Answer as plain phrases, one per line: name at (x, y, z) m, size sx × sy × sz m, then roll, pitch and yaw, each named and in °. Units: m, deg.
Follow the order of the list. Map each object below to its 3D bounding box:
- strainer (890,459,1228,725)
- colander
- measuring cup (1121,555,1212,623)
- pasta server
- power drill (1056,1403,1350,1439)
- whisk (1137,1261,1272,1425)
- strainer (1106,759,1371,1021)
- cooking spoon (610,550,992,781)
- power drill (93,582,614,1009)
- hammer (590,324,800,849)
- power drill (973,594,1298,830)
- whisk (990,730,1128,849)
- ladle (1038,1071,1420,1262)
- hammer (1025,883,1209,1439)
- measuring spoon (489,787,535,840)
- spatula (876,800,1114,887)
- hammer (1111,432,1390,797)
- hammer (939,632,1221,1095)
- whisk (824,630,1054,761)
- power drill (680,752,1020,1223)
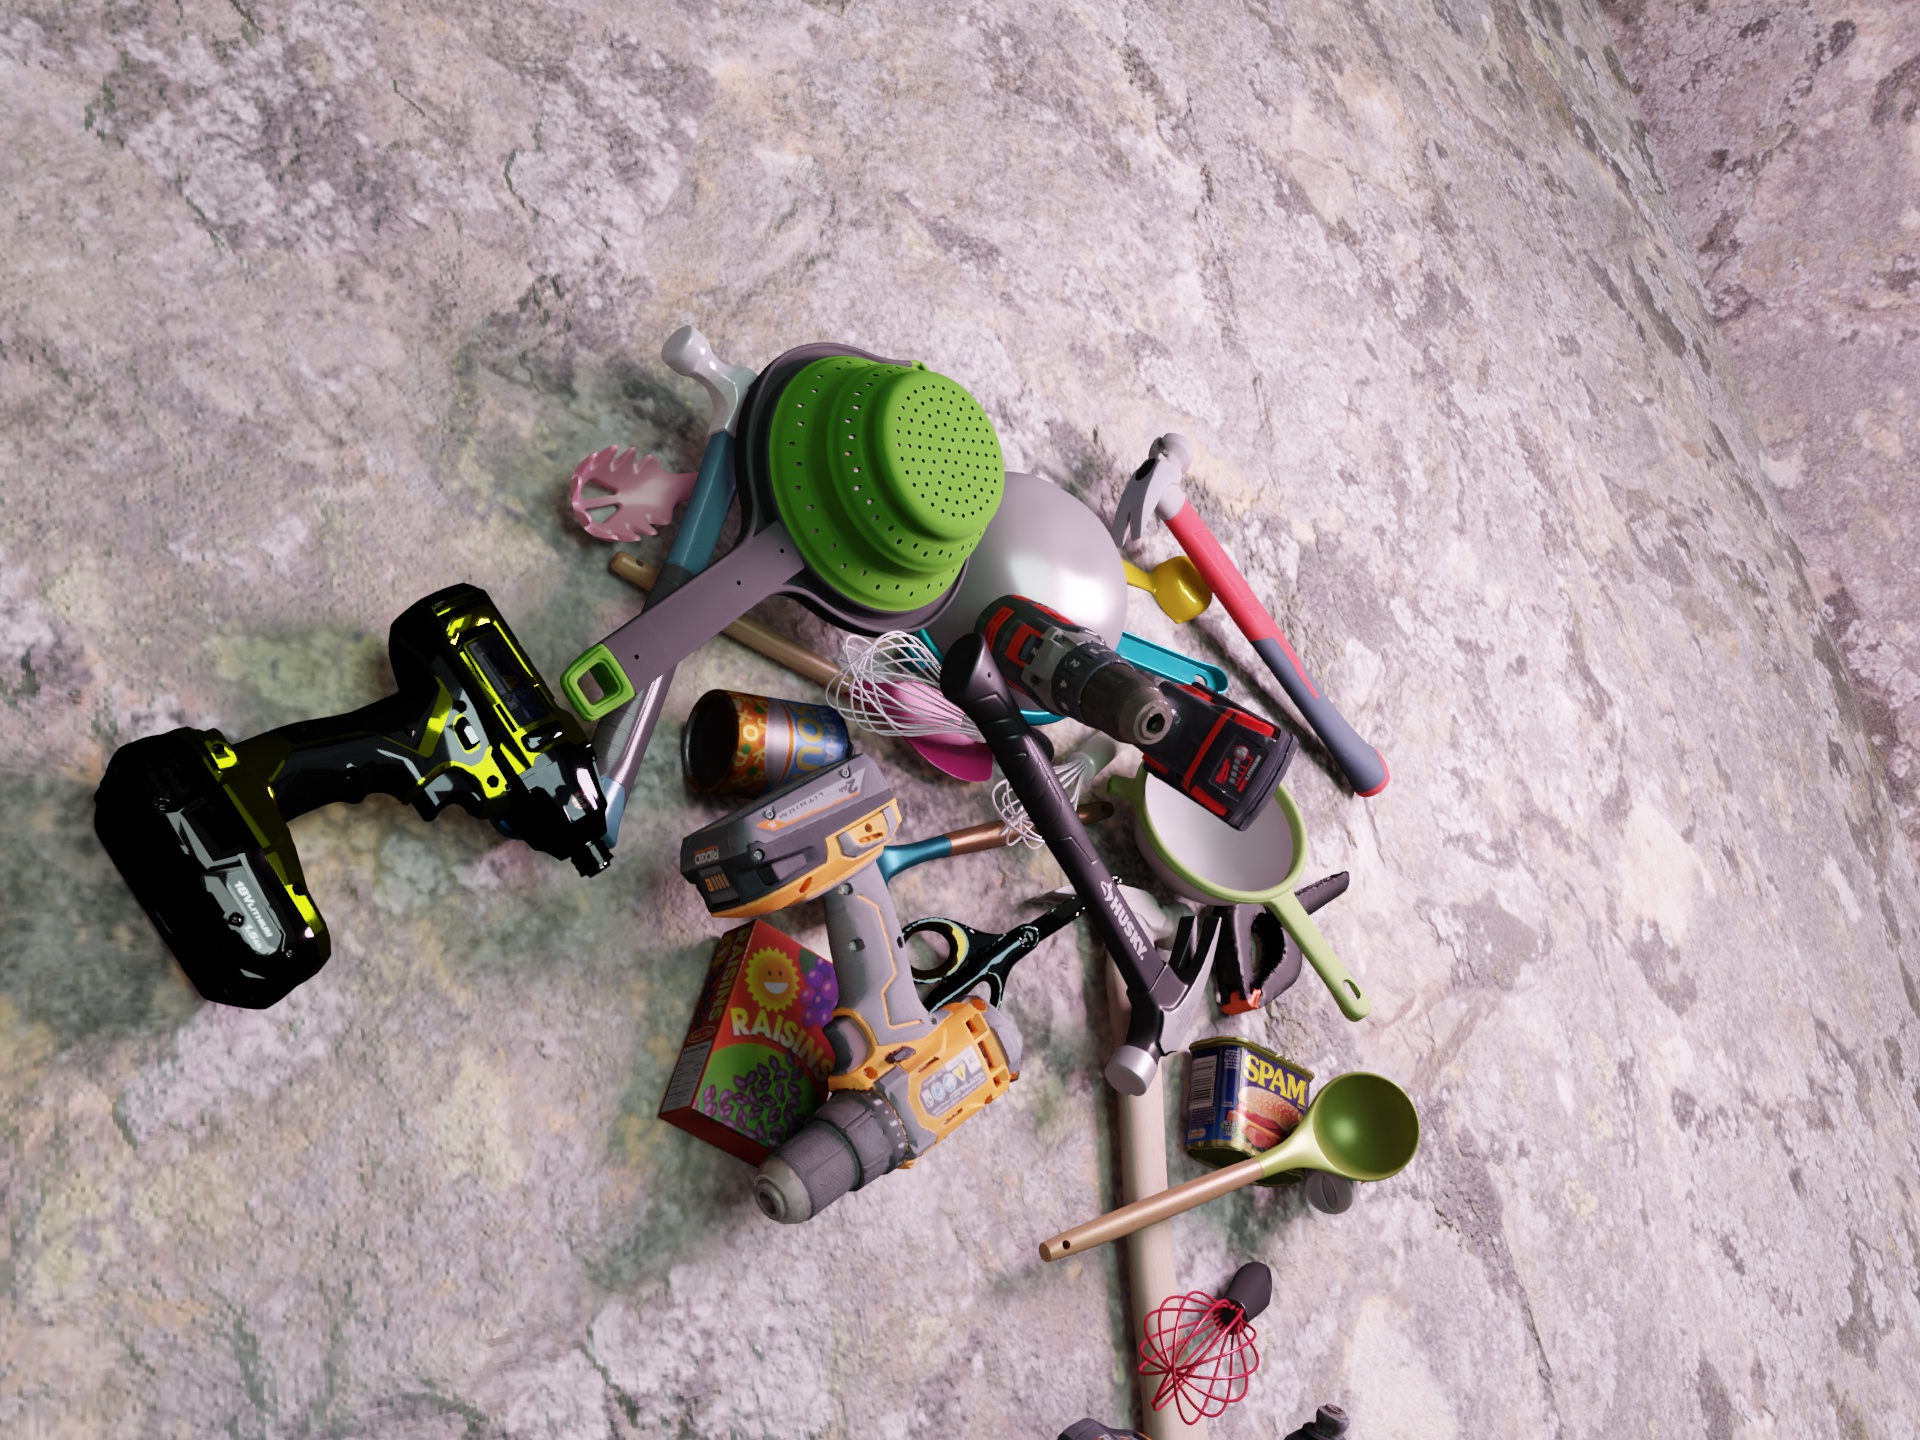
strainer at (0.106, -0.091, 1.230) m, size 0.340 × 0.095 × 0.211 m, roll 20°, pitch 56°, yaw -31°
colander at (-0.084, -0.120, 0.985) m, size 0.397 × 0.094 × 0.204 m, roll -44°, pitch 110°, yaw -41°
measuring cup at (0.160, -0.128, 1.358) m, size 0.156 × 0.029 × 0.062 m, roll 17°, pitch 59°, yaw -40°
pasta server at (-0.143, -0.168, 1.086) m, size 0.316 × 0.040 × 0.060 m, roll -20°, pitch 100°, yaw -48°
power drill at (0.150, 0.491, 0.972) m, size 0.226 × 0.084 × 0.164 m, roll 23°, pitch 86°, yaw -34°
whisk at (0.171, 0.389, 1.028) m, size 0.295 × 0.073 × 0.073 m, roll 22°, pitch 51°, yaw -69°
strainer at (0.220, 0.132, 1.230) m, size 0.151 × 0.069 × 0.256 m, roll -21°, pitch 68°, yaw -37°
cooking spoon at (-0.097, -0.036, 1.078) m, size 0.318 × 0.017 × 0.069 m, roll 29°, pitch 44°, yaw -31°
power drill at (-0.290, 0.042, 0.802) m, size 0.223 × 0.080 × 0.171 m, roll -32°, pitch 89°, yaw -45°
hammer at (-0.177, -0.079, 0.979) m, size 0.128 × 0.033 × 0.331 m, roll 37°, pitch 57°, yaw -37°
power drill at (0.131, -0.002, 1.091) m, size 0.226 × 0.188 × 0.080 m, roll 27°, pitch 95°, yaw -36°
whisk at (0.084, 0.037, 1.171) m, size 0.059 × 0.057 × 0.246 m, roll 39°, pitch 28°, yaw 9°
ladle at (0.190, 0.312, 1.089) m, size 0.320 × 0.062 × 0.078 m, roll -9°, pitch 69°, yaw -33°
hammer at (0.121, 0.314, 1.102) m, size 0.146 × 0.038 × 0.411 m, roll 16°, pitch 60°, yaw -36°
measuring spoon at (-0.259, 0.012, 0.908) m, size 0.042 × 0.021 × 0.129 m, roll 0°, pitch 61°, yaw -33°
spatula at (0.014, 0.082, 1.108) m, size 0.317 × 0.044 × 0.082 m, roll -9°, pitch 75°, yaw -46°
hammer at (0.262, -0.063, 1.387) m, size 0.386 × 0.038 × 0.143 m, roll 50°, pitch 44°, yaw -23°
hammer at (0.078, 0.083, 1.060) m, size 0.146 × 0.035 × 0.334 m, roll -51°, pitch 122°, yaw -38°
whisk at (-0.003, -0.003, 1.083) m, size 0.284 × 0.070 × 0.070 m, roll 25°, pitch 52°, yaw -59°
power drill at (-0.076, 0.154, 0.906) m, size 0.185 × 0.084 × 0.226 m, roll -29°, pitch 96°, yaw -41°
